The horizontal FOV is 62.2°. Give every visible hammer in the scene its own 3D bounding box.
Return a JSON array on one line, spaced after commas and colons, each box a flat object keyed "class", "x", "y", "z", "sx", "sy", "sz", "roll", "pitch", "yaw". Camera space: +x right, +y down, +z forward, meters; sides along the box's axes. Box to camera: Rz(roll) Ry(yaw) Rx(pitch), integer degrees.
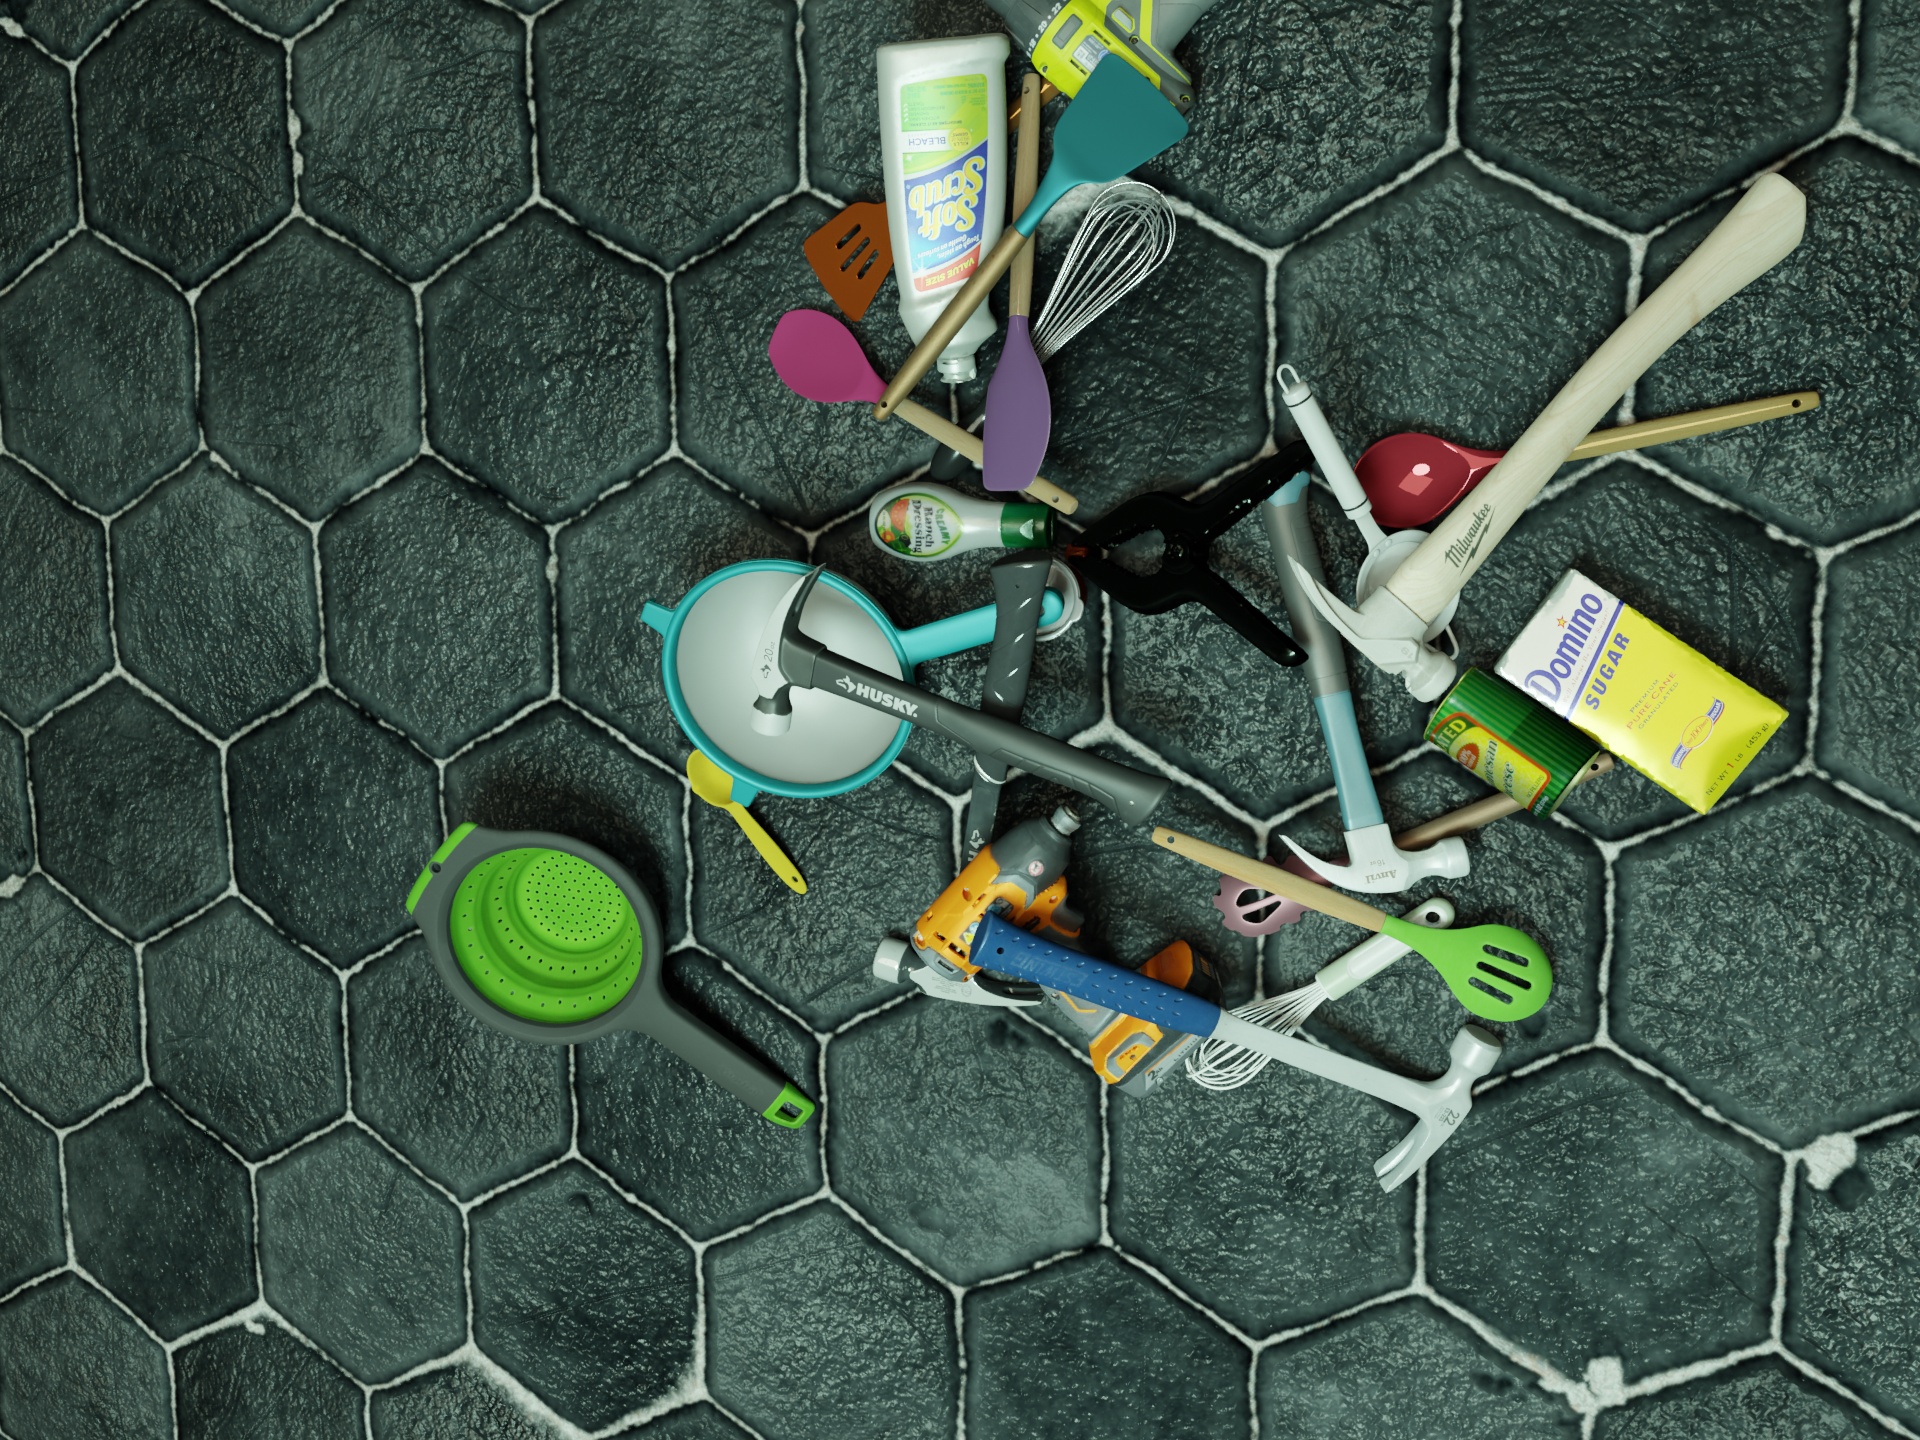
[{"class": "hammer", "x": -0.002, "y": -0.004, "z": 1.188, "sx": 0.335, "sy": 0.035, "sz": 0.146, "roll": 21, "pitch": 120, "yaw": 15}, {"class": "hammer", "x": 0.275, "y": -0.033, "z": 1.187, "sx": 0.128, "sy": 0.033, "sz": 0.331, "roll": -14, "pitch": 85, "yaw": 7}, {"class": "hammer", "x": 0.197, "y": 0.235, "z": 1.191, "sx": 0.405, "sy": 0.035, "sz": 0.144, "roll": 21, "pitch": 106, "yaw": -10}, {"class": "hammer", "x": 0.409, "y": -0.209, "z": 1.095, "sx": 0.146, "sy": 0.038, "sz": 0.410, "roll": 39, "pitch": 101, "yaw": -12}, {"class": "hammer", "x": 0.025, "y": 0.057, "z": 1.247, "sx": 0.149, "sy": 0.036, "sz": 0.408, "roll": 16, "pitch": 119, "yaw": 13}]

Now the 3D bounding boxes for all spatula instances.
[{"class": "spatula", "x": 0.048, "y": -0.332, "z": 1.208, "sx": 0.060, "sy": 0.018, "sz": 0.316, "roll": 3, "pitch": 90, "yaw": 34}, {"class": "spatula", "x": 0.034, "y": -0.344, "z": 1.189, "sx": 0.082, "sy": 0.044, "sz": 0.317, "roll": 45, "pitch": 117, "yaw": 3}, {"class": "spatula", "x": 0.010, "y": -0.445, "z": 1.251, "sx": 0.322, "sy": 0.041, "sz": 0.081, "roll": -36, "pitch": 86, "yaw": 15}]

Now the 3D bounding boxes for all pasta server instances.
[{"class": "pasta server", "x": 0.339, "y": 0.092, "z": 1.210, "sx": 0.316, "sy": 0.040, "sz": 0.060, "roll": -25, "pitch": 89, "yaw": 16}]

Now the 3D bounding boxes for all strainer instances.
[{"class": "strainer", "x": -0.072, "y": -0.064, "z": 1.282, "sx": 0.340, "sy": 0.095, "sz": 0.210, "roll": -15, "pitch": 113, "yaw": 19}, {"class": "strainer", "x": 0.290, "y": -0.149, "z": 1.147, "sx": 0.087, "sy": 0.050, "sz": 0.258, "roll": -39, "pitch": 113, "yaw": -8}]

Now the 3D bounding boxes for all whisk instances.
[{"class": "whisk", "x": 0.065, "y": -0.295, "z": 1.237, "sx": 0.070, "sy": 0.070, "sz": 0.284, "roll": 45, "pitch": 113, "yaw": 8}, {"class": "whisk", "x": 0.276, "y": 0.211, "z": 1.234, "sx": 0.246, "sy": 0.059, "sz": 0.058, "roll": -37, "pitch": 83, "yaw": 14}]

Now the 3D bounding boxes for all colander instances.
[{"class": "colander", "x": -0.290, "y": 0.224, "z": 1.414, "sx": 0.397, "sy": 0.094, "sz": 0.204, "roll": 37, "pitch": 107, "yaw": -8}]

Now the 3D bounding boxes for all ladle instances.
[{"class": "ladle", "x": 0.439, "y": -0.196, "z": 1.136, "sx": 0.315, "sy": 0.031, "sz": 0.069, "roll": -10, "pitch": 102, "yaw": 18}]

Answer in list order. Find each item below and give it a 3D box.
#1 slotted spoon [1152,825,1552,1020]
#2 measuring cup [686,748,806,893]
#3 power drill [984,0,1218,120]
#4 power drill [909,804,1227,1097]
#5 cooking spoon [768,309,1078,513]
[{"class": "slotted spoon", "x": 0.292, "y": 0.144, "z": 1.194, "sx": 0.314, "sy": 0.031, "sz": 0.070, "roll": 22, "pitch": 90, "yaw": 10}, {"class": "measuring cup", "x": -0.177, "y": 0.083, "z": 1.383, "sx": 0.062, "sy": 0.029, "sz": 0.156, "roll": -30, "pitch": 101, "yaw": 40}, {"class": "power drill", "x": 0.138, "y": -0.555, "z": 1.150, "sx": 0.190, "sy": 0.080, "sz": 0.228, "roll": 42, "pitch": 106, "yaw": -1}, {"class": "power drill", "x": 0.096, "y": 0.174, "z": 1.231, "sx": 0.226, "sy": 0.084, "sz": 0.164, "roll": 37, "pitch": 108, "yaw": -14}, {"class": "cooking spoon", "x": -0.034, "y": -0.243, "z": 1.266, "sx": 0.319, "sy": 0.017, "sz": 0.068, "roll": 35, "pitch": 107, "yaw": 24}]
